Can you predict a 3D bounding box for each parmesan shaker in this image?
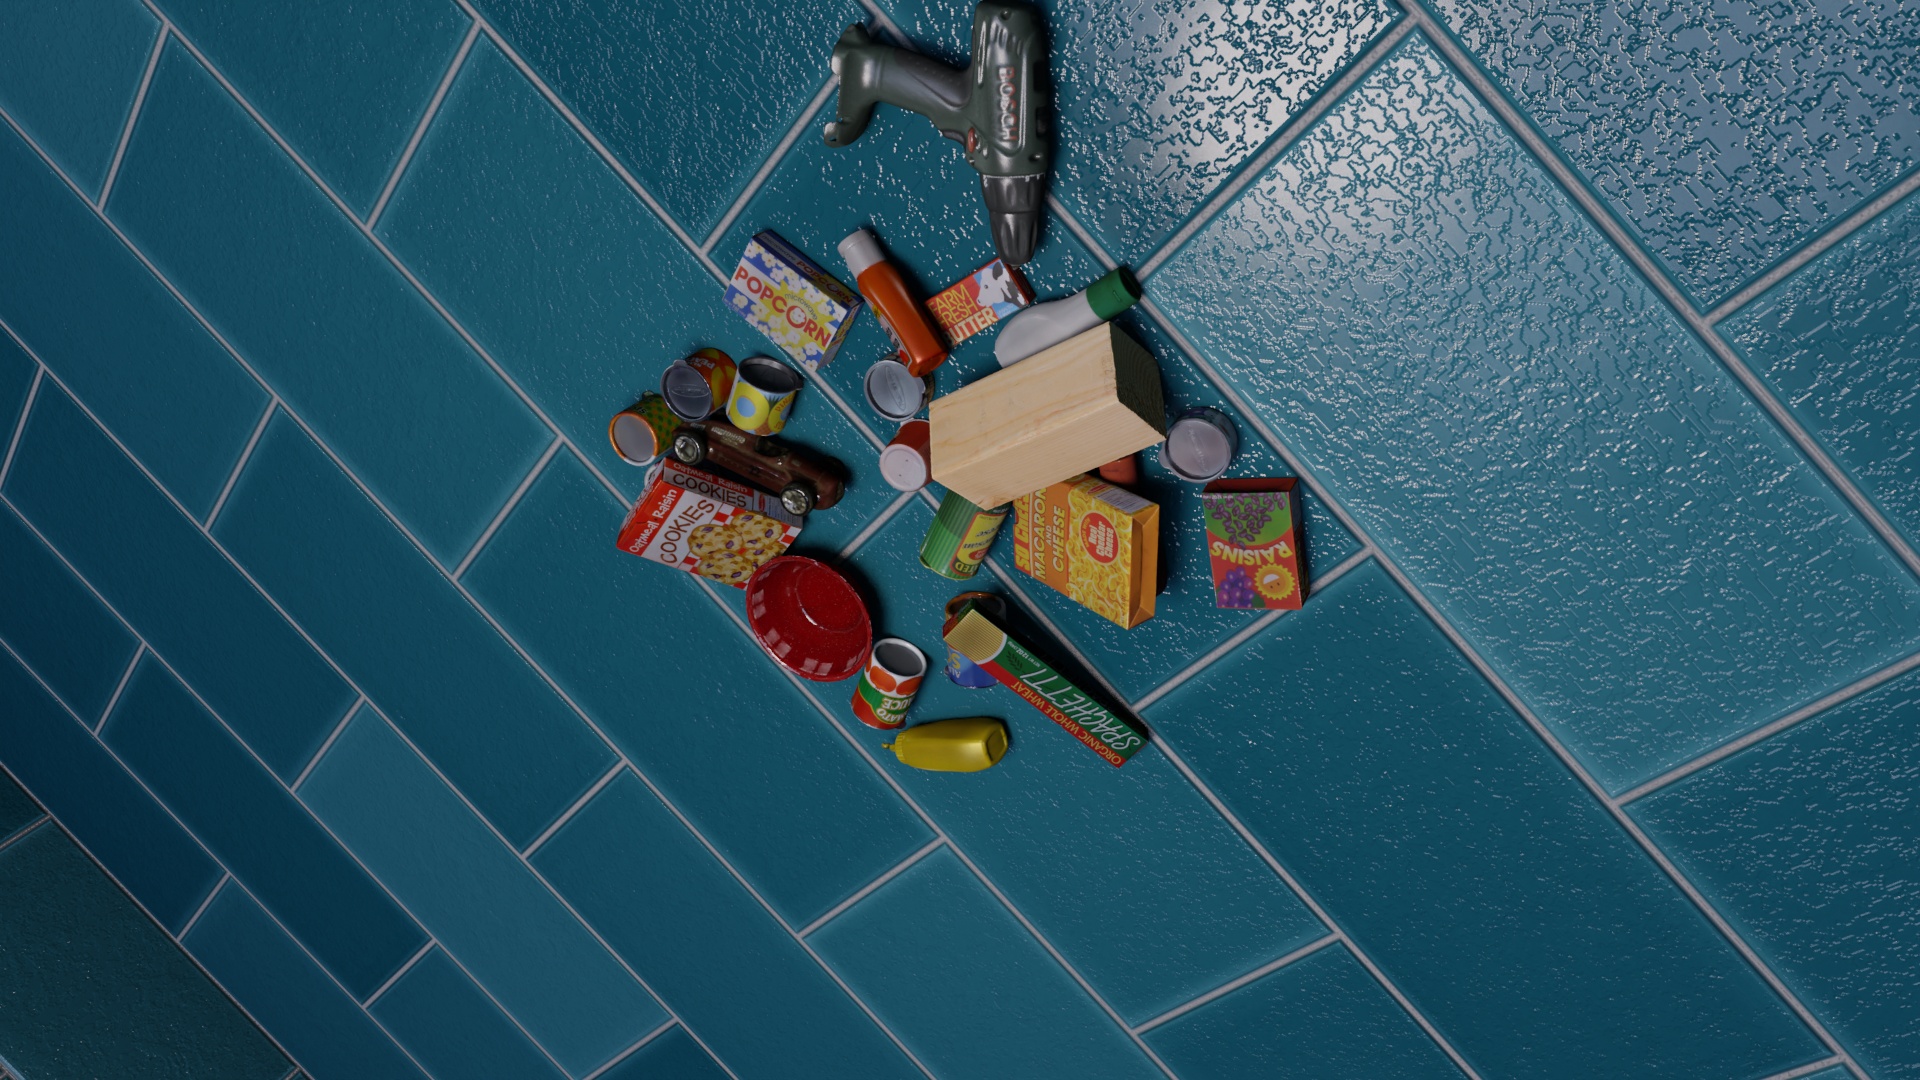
[{"bbox_3d":[0.005,-0.018,1.428,0.071,0.072,0.102,32,125,8],"label":"parmesan shaker"}]

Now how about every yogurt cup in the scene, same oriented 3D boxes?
[{"bbox_3d":[-0.048,-0.085,1.431,0.072,0.054,0.072,12,121,20],"label":"yogurt cup"}]

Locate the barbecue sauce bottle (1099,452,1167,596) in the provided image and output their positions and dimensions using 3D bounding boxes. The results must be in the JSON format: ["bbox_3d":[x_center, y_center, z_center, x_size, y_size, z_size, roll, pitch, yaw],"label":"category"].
[{"bbox_3d":[0.164,-0.017,1.367,0.065,0.044,0.148,4,117,32],"label":"barbecue sauce bottle"}]

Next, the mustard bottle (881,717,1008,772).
[{"bbox_3d":[-0.024,0.234,1.584,0.160,0.065,0.048,-7,107,36],"label":"mustard bottle"}]

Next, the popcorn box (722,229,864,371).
[{"bbox_3d":[-0.172,-0.245,1.418,0.127,0.038,0.084,38,125,4],"label":"popcorn box"}]

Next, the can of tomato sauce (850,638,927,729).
[{"bbox_3d":[-0.080,0.163,1.568,0.071,0.071,0.082,30,124,10],"label":"can of tomato sauce"}]

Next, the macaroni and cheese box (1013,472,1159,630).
[{"bbox_3d":[0.119,-0.003,1.356,0.167,0.040,0.123,28,130,44],"label":"macaroni and cheese box"}]

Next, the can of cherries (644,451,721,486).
[{"bbox_3d":[-0.312,-0.068,1.569,0.071,0.059,0.071,12,120,21],"label":"can of cherries"}]

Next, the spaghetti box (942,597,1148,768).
[{"bbox_3d":[0.092,0.151,1.456,0.250,0.029,0.050,37,112,-15],"label":"spaghetti box"}]

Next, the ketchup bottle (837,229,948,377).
[{"bbox_3d":[-0.067,-0.233,1.355,0.043,0.064,0.149,-31,86,-4],"label":"ketchup bottle"}]

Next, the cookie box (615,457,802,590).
[{"bbox_3d":[-0.278,-0.014,1.539,0.167,0.040,0.122,20,131,-26],"label":"cookie box"}]

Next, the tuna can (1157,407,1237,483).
[{"bbox_3d":[0.223,-0.089,1.305,0.071,0.033,0.070,12,120,21],"label":"tuna can"}]

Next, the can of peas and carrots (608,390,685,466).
[{"bbox_3d":[-0.352,-0.126,1.559,0.071,0.059,0.070,11,120,21],"label":"can of peas and carrots"}]

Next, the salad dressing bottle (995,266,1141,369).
[{"bbox_3d":[0.100,-0.204,1.300,0.147,0.044,0.064,-28,107,34],"label":"salad dressing bottle"}]

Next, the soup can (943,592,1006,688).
[{"bbox_3d":[0.015,0.107,1.491,0.071,0.072,0.083,9,118,23],"label":"soup can"}]

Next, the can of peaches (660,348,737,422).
[{"bbox_3d":[-0.280,-0.171,1.500,0.071,0.058,0.071,12,120,22],"label":"can of peaches"}]

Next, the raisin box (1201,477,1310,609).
[{"bbox_3d":[0.281,0.003,1.321,0.086,0.040,0.123,-1,114,26],"label":"raisin box"}]

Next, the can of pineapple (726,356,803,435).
[{"bbox_3d":[-0.208,-0.152,1.468,0.071,0.071,0.057,30,126,9],"label":"can of pineapple"}]

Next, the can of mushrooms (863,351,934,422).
[{"bbox_3d":[-0.060,-0.157,1.411,0.071,0.034,0.070,12,120,22],"label":"can of mushrooms"}]

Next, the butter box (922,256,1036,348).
[{"bbox_3d":[0.017,-0.231,1.339,0.103,0.024,0.053,-25,103,34],"label":"butter box"}]
